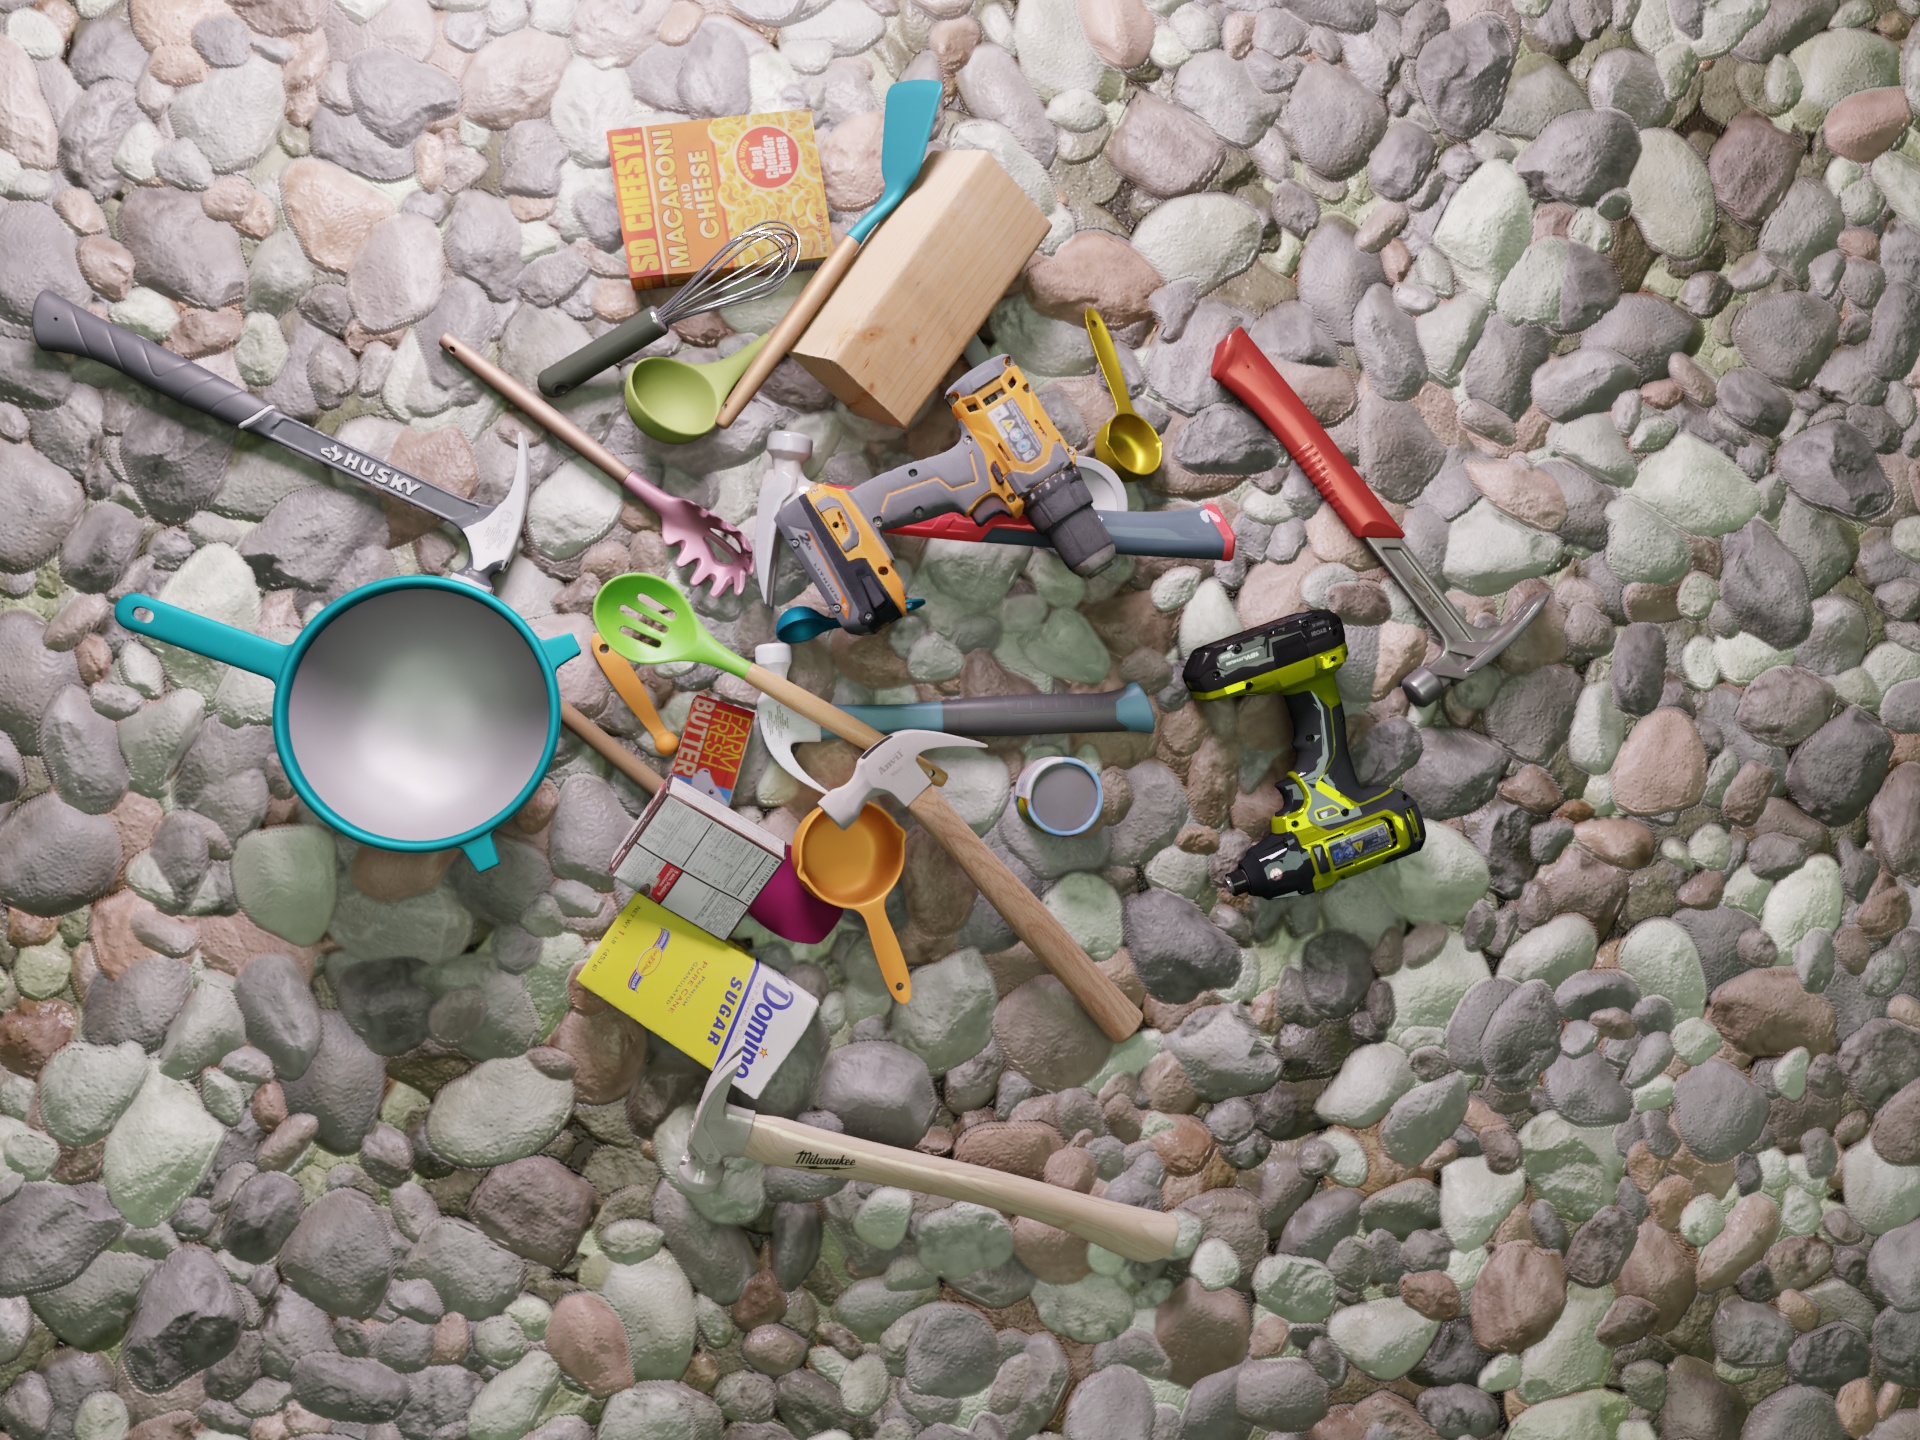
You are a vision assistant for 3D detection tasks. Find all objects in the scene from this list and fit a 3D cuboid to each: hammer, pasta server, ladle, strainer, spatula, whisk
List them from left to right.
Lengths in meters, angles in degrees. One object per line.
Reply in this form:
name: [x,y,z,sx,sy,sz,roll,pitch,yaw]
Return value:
hammer: [-0.536,-0.236,1.261,0.409,0.036,0.149,26,85,-6]
strainer: [-0.474,-0.025,1.237,0.340,0.095,0.211,20,84,-4]
pasta server: [-0.294,-0.211,1.287,0.316,0.040,0.060,37,115,-3]
whisk: [-0.234,-0.325,1.270,0.246,0.057,0.059,-27,71,10]
ladle: [-0.133,-0.330,1.300,0.320,0.062,0.078,-36,86,-9]
spatula: [-0.109,-0.369,1.266,0.044,0.082,0.317,38,84,-38]
hammer: [-0.014,0.364,1.290,0.410,0.038,0.146,16,119,-10]
hammer: [-0.002,-0.004,1.322,0.331,0.033,0.128,-2,89,-7]
hammer: [0.027,-0.146,1.289,0.386,0.038,0.143,6,90,5]
hammer: [0.039,0.139,1.294,0.130,0.031,0.331,-44,106,-8]
strainer: [0.060,-0.233,1.327,0.087,0.050,0.258,-32,89,3]
hammer: [0.345,-0.193,1.364,0.149,0.037,0.359,-39,94,-6]

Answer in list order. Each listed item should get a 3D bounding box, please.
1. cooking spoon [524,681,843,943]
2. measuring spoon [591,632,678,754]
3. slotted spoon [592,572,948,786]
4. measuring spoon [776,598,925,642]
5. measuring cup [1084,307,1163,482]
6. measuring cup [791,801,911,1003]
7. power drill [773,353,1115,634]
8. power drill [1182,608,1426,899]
cooking spoon: [-0.228,0.071,1.301,0.319,0.017,0.069,40,75,-5]
measuring spoon: [-0.267,-0.022,1.301,0.021,0.011,0.117,-33,93,-6]
slotted spoon: [-0.149,-0.025,1.275,0.313,0.031,0.070,29,85,-7]
measuring spoon: [-0.092,-0.092,1.316,0.128,0.042,0.021,-13,69,-14]
measuring cup: [0.126,-0.274,1.345,0.062,0.029,0.157,-8,75,-34]
measuring cup: [-0.080,0.147,1.298,0.095,0.052,0.173,-21,95,-19]
power drill: [-0.007,-0.150,1.237,0.226,0.084,0.185,-33,90,0]
power drill: [0.277,0.032,1.334,0.171,0.080,0.223,-20,95,-7]
